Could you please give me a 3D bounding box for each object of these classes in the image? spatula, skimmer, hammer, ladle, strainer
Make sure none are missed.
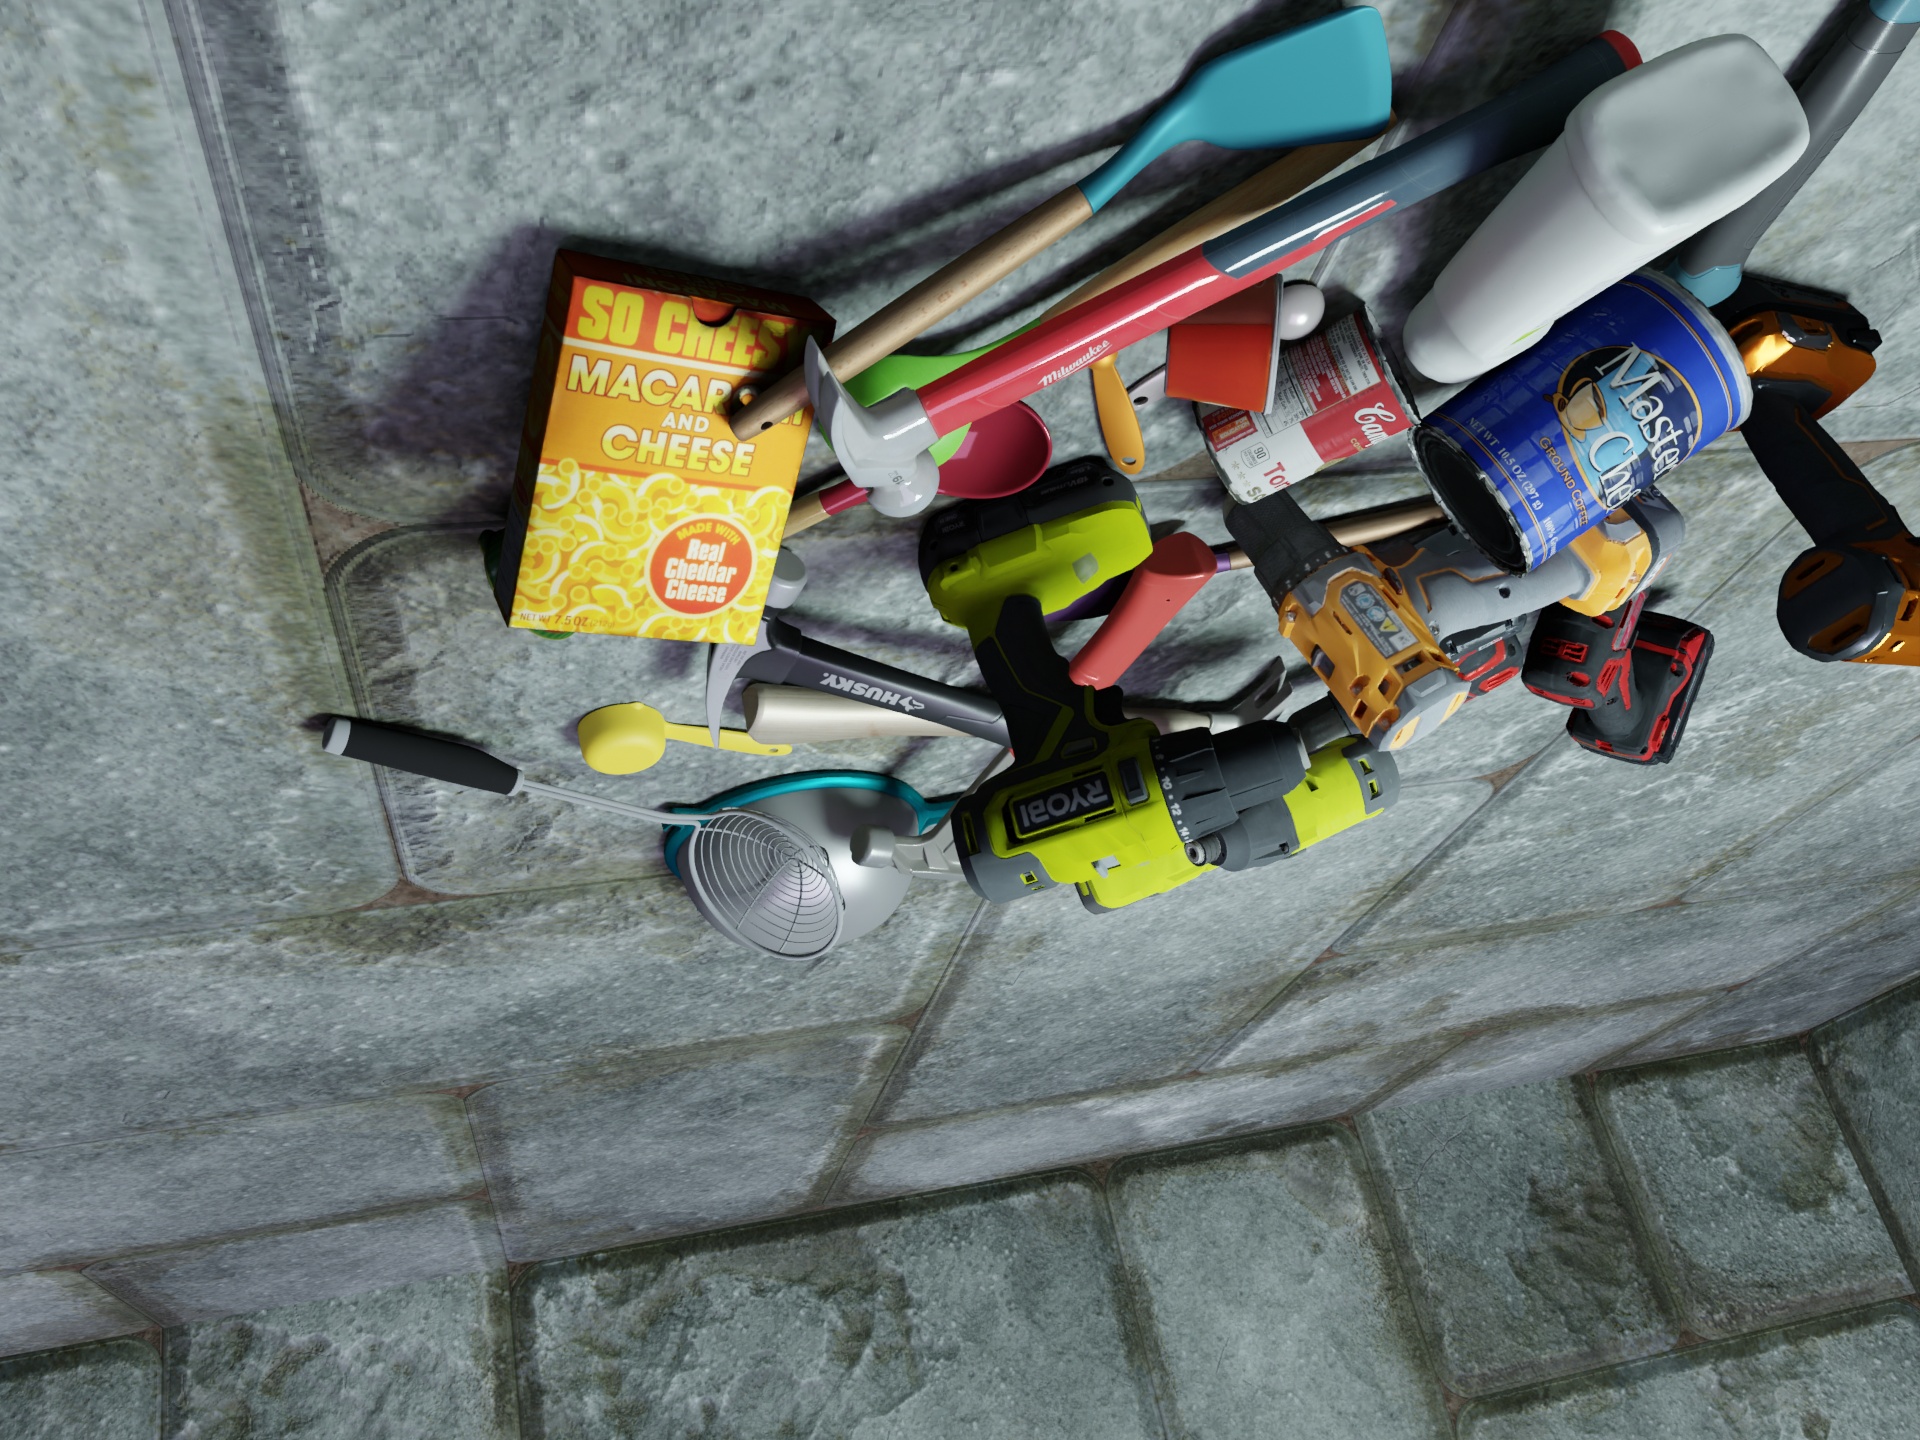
[{"bbox_3d":[0.197,-0.108,1.024,0.316,0.018,0.059,-13,151,1],"label":"spatula"},{"bbox_3d":[-0.241,0.081,1.057,0.363,0.090,0.127,19,143,-34],"label":"skimmer"},{"bbox_3d":[0.036,-0.205,0.689,0.317,0.044,0.082,-32,157,6],"label":"spatula"},{"bbox_3d":[0.415,-0.309,0.717,0.128,0.033,0.330,-8,153,-13],"label":"hammer"},{"bbox_3d":[-0.002,-0.003,1.009,0.334,0.035,0.146,17,133,-22],"label":"hammer"},{"bbox_3d":[0.066,0.004,1.090,0.149,0.037,0.359,8,139,-32],"label":"hammer"},{"bbox_3d":[-0.096,-0.108,0.875,0.315,0.031,0.069,-20,128,19],"label":"ladle"},{"bbox_3d":[-0.059,0.116,1.257,0.340,0.095,0.210,-10,153,-5],"label":"strainer"},{"bbox_3d":[0.045,-0.005,1.135,0.410,0.038,0.146,3,148,-29],"label":"hammer"},{"bbox_3d":[0.116,-0.206,0.693,0.386,0.038,0.143,-26,165,4],"label":"hammer"}]

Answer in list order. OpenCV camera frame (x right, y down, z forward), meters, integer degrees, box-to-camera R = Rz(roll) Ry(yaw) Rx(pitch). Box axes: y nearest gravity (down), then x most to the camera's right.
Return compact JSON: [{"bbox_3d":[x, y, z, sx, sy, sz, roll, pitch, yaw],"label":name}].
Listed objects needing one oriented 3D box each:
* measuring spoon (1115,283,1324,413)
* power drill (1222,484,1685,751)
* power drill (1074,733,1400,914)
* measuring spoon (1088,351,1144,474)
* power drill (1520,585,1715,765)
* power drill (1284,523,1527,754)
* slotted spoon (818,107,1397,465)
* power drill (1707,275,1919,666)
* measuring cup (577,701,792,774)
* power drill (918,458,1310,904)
[{"bbox_3d":[0.136,-0.189,0.837,0.124,0.018,0.034,-27,151,27],"label":"measuring spoon"},{"bbox_3d":[0.283,-0.105,0.944,0.226,0.185,0.084,-28,156,-14],"label":"power drill"},{"bbox_3d":[0.174,0.075,1.116,0.171,0.080,0.223,-20,178,-32],"label":"power drill"},{"bbox_3d":[0.083,-0.164,0.856,0.021,0.011,0.116,0,154,17],"label":"measuring spoon"},{"bbox_3d":[0.470,-0.058,1.136,0.079,0.143,0.219,19,174,36],"label":"power drill"},{"bbox_3d":[0.301,-0.038,1.107,0.188,0.080,0.226,-28,161,8],"label":"power drill"},{"bbox_3d":[0.062,-0.202,0.761,0.314,0.031,0.070,-28,123,21],"label":"slotted spoon"},{"bbox_3d":[0.493,-0.130,0.883,0.164,0.227,0.084,2,150,-28],"label":"power drill"},{"bbox_3d":[-0.183,0.021,1.081,0.156,0.029,0.062,9,146,-33],"label":"measuring cup"},{"bbox_3d":[0.076,-0.026,0.889,0.190,0.229,0.080,-19,153,11],"label":"power drill"}]
